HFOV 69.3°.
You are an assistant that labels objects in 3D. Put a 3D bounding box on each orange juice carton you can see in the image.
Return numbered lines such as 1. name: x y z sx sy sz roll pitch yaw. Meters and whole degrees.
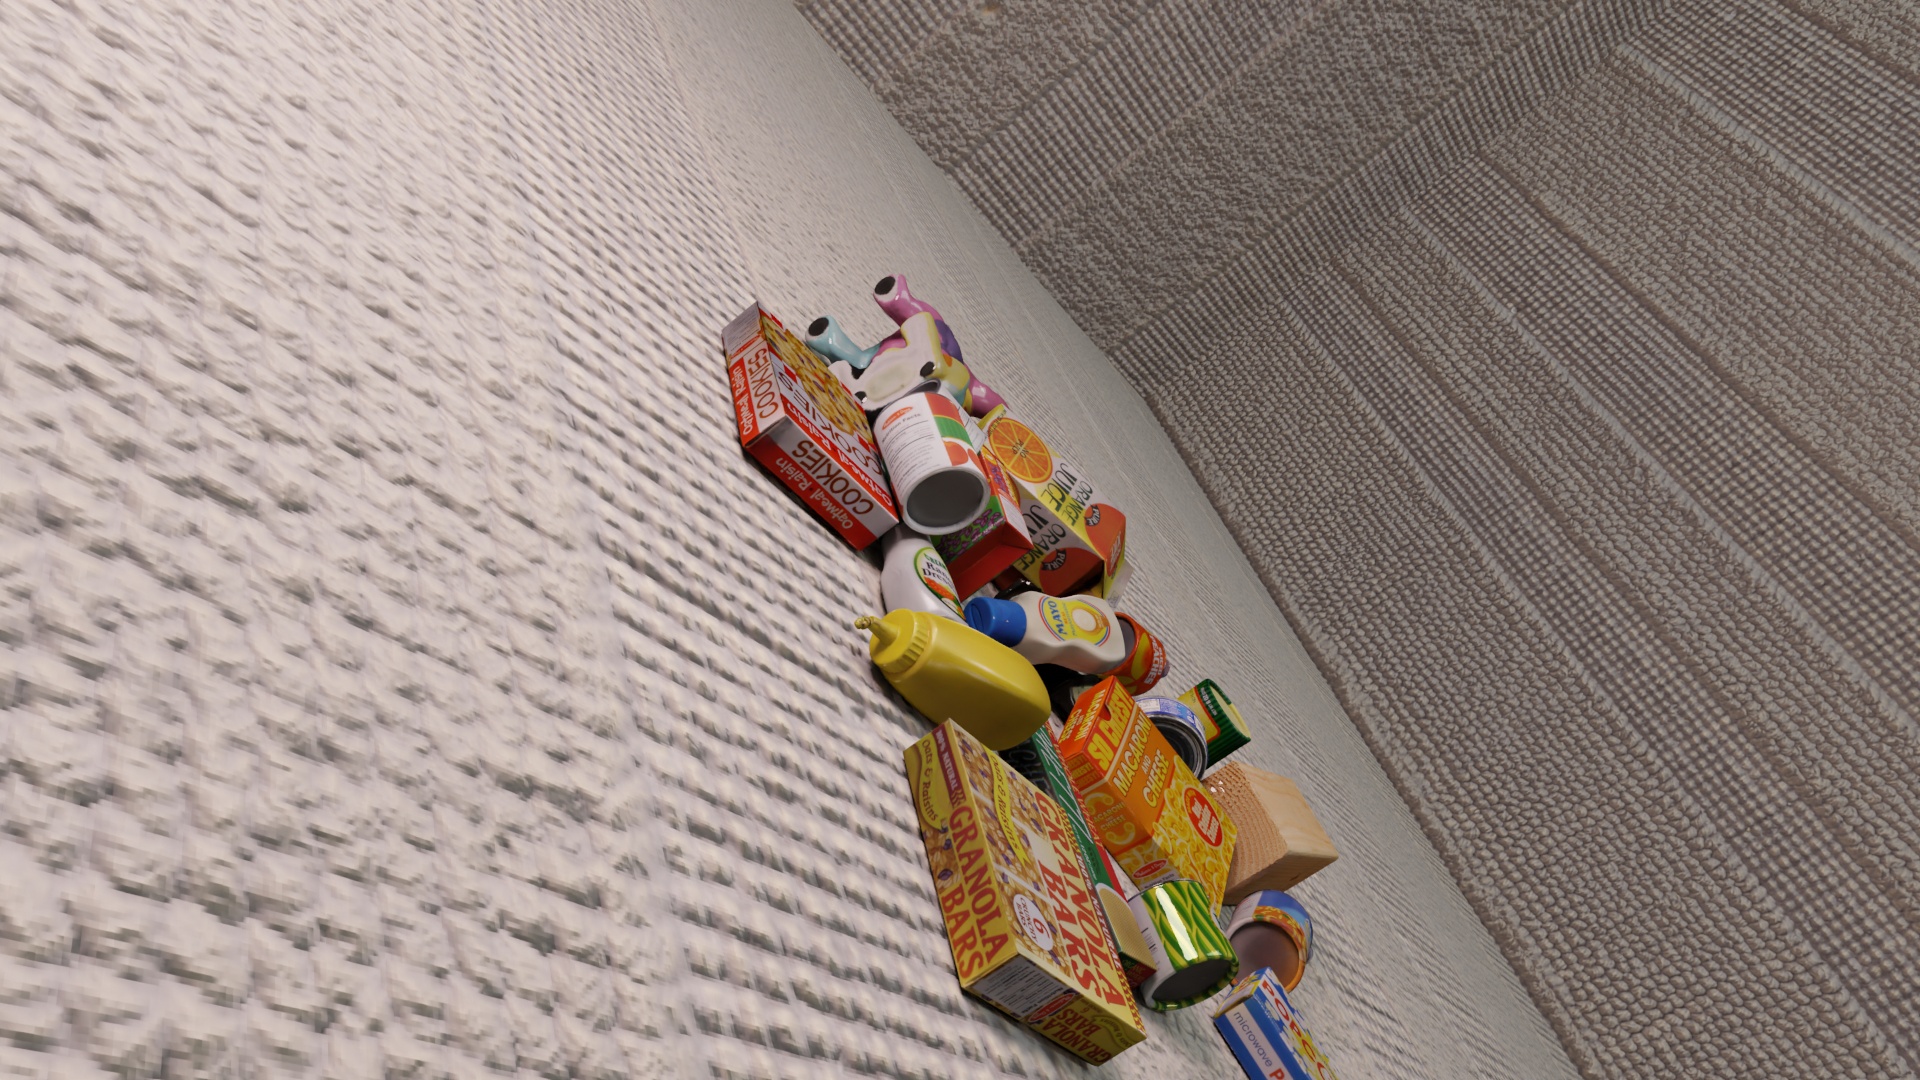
1. orange juice carton: 0.073 -0.020 1.201 0.192 0.072 0.072 42 38 -6

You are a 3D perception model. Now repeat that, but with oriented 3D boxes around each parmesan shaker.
1. parmesan shaker: 0.192 0.173 1.216 0.071 0.103 0.071 49 14 -17

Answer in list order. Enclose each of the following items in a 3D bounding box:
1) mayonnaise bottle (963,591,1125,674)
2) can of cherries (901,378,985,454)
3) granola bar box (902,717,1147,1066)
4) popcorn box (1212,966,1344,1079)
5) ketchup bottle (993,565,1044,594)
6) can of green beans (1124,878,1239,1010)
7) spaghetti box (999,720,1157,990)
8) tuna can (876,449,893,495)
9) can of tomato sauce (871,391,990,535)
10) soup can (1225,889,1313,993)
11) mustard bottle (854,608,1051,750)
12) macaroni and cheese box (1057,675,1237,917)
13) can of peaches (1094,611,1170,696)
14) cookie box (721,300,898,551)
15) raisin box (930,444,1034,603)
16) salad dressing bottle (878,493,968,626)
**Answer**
1. mayonnaise bottle: 0.066 0.070 1.101 0.148 0.041 0.065 10 51 -43
2. can of cherries: -0.025 -0.082 1.071 0.058 0.071 0.072 49 14 -21
3. granola bar box: 0.033 0.195 0.776 0.124 0.039 0.166 42 17 -36
4. popcorn box: 0.237 0.378 0.997 0.127 0.038 0.085 57 14 14
5. ketchup bottle: 0.046 0.018 1.242 0.149 0.043 0.065 57 18 13
6. can of green beans: 0.140 0.263 0.902 0.071 0.071 0.058 40 19 -45
7. spaghetti box: 0.063 0.181 0.933 0.050 0.028 0.251 41 18 -44
8. tuna can: -0.056 -0.038 1.067 0.071 0.033 0.071 49 14 -17
9. can of tomato sauce: -0.020 -0.054 0.989 0.071 0.071 0.083 40 20 -44
10. soup can: 0.246 0.321 1.102 0.071 0.071 0.084 56 14 10
11. mustard bottle: -0.010 0.080 0.872 0.160 0.065 0.049 37 25 -39
12. macaroni and cheese box: 0.143 0.201 1.069 0.166 0.040 0.124 52 27 -7
13. can of peaches: 0.157 0.109 1.330 0.058 0.071 0.071 38 20 -45
14. cookie box: -0.110 -0.083 0.991 0.122 0.040 0.168 44 16 -36
15. raisin box: 0.004 -0.014 1.094 0.040 0.086 0.124 43 17 -31
16. salad dressing bottle: -0.032 0.022 0.975 0.064 0.044 0.148 41 18 -35
